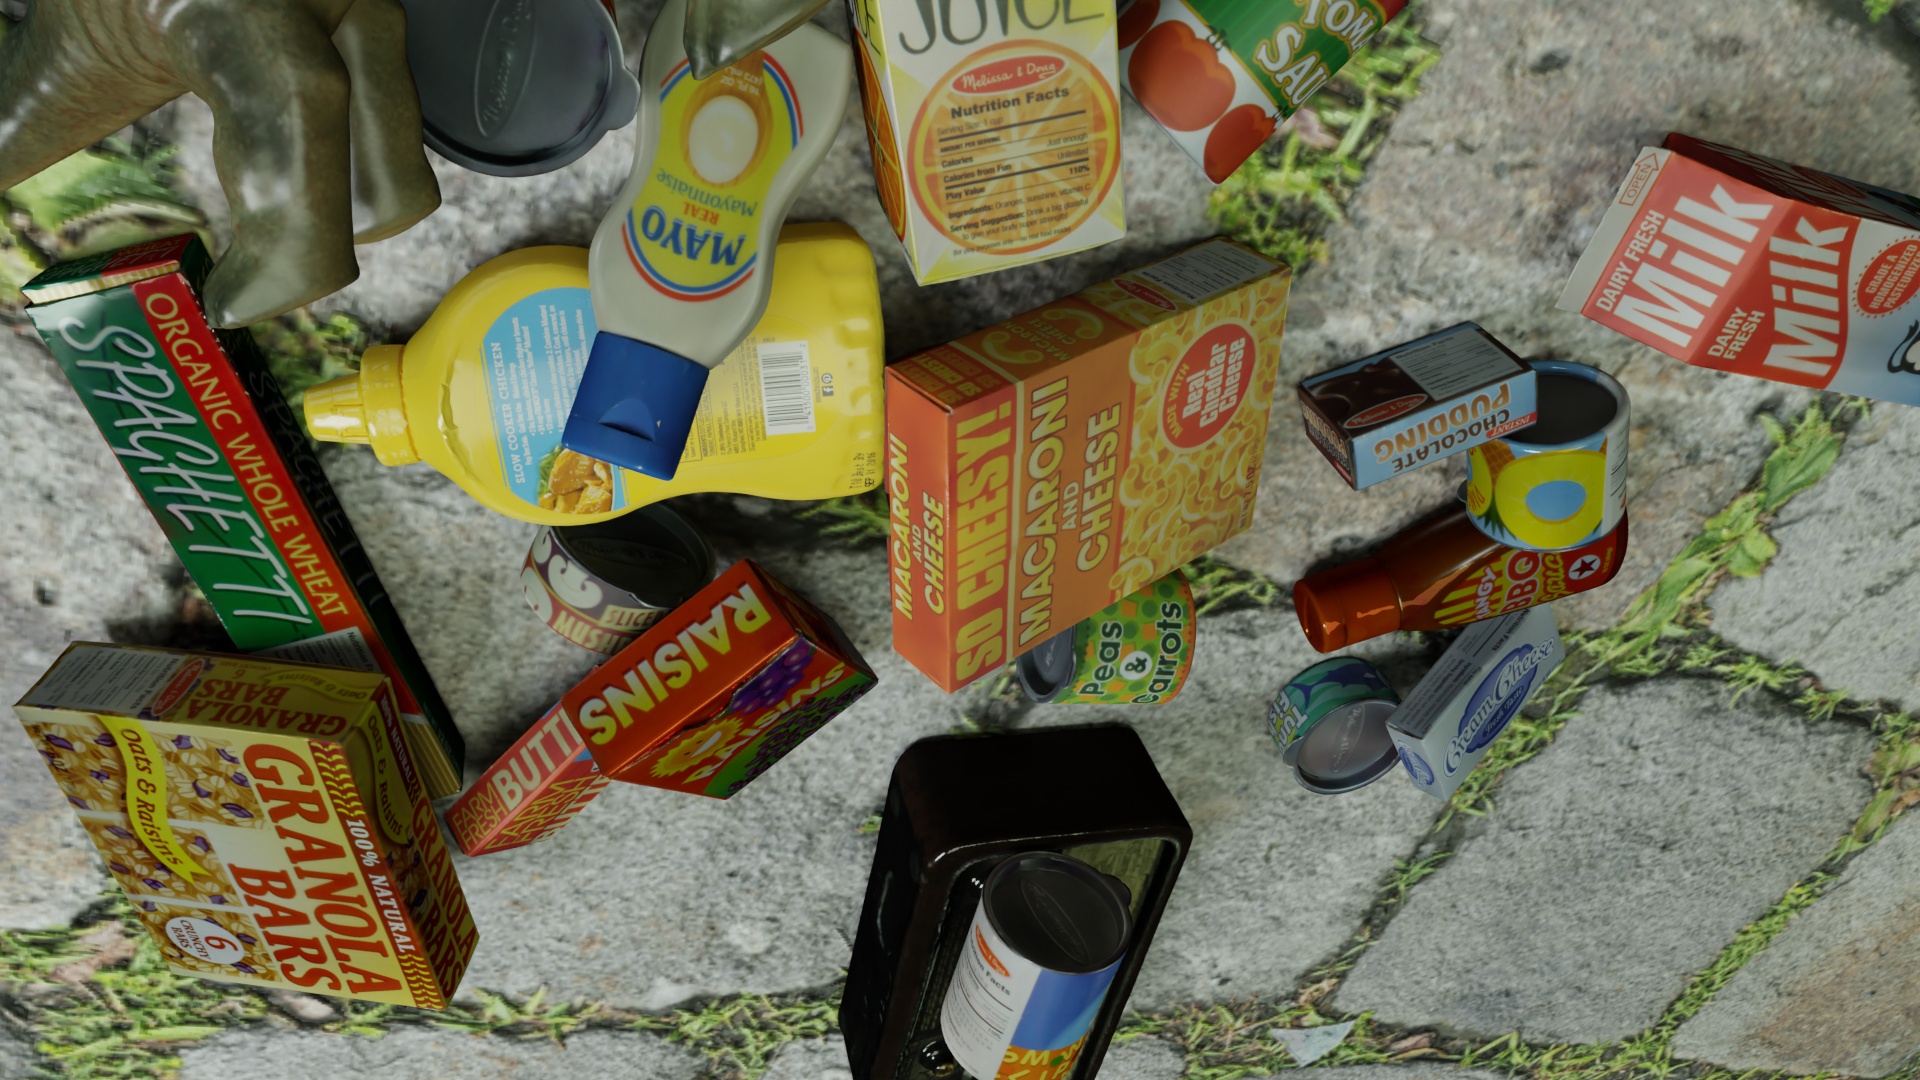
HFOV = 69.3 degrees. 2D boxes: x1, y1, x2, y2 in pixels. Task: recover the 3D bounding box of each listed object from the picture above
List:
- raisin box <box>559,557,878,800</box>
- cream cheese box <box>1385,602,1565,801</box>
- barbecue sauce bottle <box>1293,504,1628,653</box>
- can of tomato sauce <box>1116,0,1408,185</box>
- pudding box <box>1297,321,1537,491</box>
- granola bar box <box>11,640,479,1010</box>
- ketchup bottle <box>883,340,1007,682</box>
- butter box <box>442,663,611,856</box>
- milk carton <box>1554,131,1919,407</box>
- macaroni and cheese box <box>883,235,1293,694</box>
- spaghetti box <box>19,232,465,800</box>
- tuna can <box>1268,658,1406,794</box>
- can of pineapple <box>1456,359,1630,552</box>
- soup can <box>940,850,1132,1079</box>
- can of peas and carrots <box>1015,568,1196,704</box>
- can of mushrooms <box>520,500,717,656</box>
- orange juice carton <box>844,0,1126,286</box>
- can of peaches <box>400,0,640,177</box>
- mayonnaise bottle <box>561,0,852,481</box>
[{"bbox_3d":[-0.088,0.059,0.541,0.086,0.040,0.123,-37,163,-1],"label":"raisin box"},{"bbox_3d":[0.256,0.074,0.689,0.104,0.024,0.053,-45,128,-15],"label":"cream cheese box"},{"bbox_3d":[0.232,0.014,0.650,0.149,0.044,0.064,-17,135,-4],"label":"barbecue sauce bottle"},{"bbox_3d":[0.094,-0.168,0.457,0.083,0.071,0.071,-43,126,17],"label":"can of tomato sauce"},{"bbox_3d":[0.190,-0.057,0.581,0.084,0.050,0.030,-20,127,-3],"label":"pudding box"},{"bbox_3d":[-0.270,0.115,0.545,0.124,0.039,0.164,6,130,5],"label":"granola bar box"},{"bbox_3d":[0.002,-0.007,0.564,0.065,0.044,0.148,-14,129,-16],"label":"ketchup bottle"},{"bbox_3d":[-0.164,0.091,0.584,0.103,0.024,0.053,-43,162,15],"label":"butter box"},{"bbox_3d":[0.335,-0.112,0.569,0.191,0.074,0.072,5,124,-20],"label":"milk carton"},{"bbox_3d":[0.048,-0.031,0.522,0.167,0.040,0.123,-26,133,-31],"label":"macaroni and cheese box"},{"bbox_3d":[-0.249,0.007,0.509,0.050,0.029,0.248,-15,128,-6],"label":"spaghetti box"},{"bbox_3d":[0.190,0.094,0.702,0.071,0.033,0.070,-8,127,-11],"label":"tuna can"},{"bbox_3d":[0.253,-0.037,0.605,0.071,0.071,0.057,-20,128,-2],"label":"can of pineapple"},{"bbox_3d":[0.034,0.190,0.612,0.071,0.071,0.083,3,124,-19],"label":"soup can"},{"bbox_3d":[0.062,0.039,0.599,0.059,0.071,0.070,3,124,-19],"label":"can of peas and carrots"},{"bbox_3d":[-0.128,0.012,0.522,0.071,0.071,0.033,19,120,-27],"label":"can of mushrooms"},{"bbox_3d":[0.001,-0.183,0.417,0.073,0.072,0.191,-14,128,-6],"label":"orange juice carton"},{"bbox_3d":[-0.132,-0.148,0.411,0.071,0.058,0.071,-9,127,-11],"label":"can of peaches"},{"bbox_3d":[-0.083,-0.093,0.433,0.065,0.041,0.148,18,87,-13],"label":"mayonnaise bottle"}]
